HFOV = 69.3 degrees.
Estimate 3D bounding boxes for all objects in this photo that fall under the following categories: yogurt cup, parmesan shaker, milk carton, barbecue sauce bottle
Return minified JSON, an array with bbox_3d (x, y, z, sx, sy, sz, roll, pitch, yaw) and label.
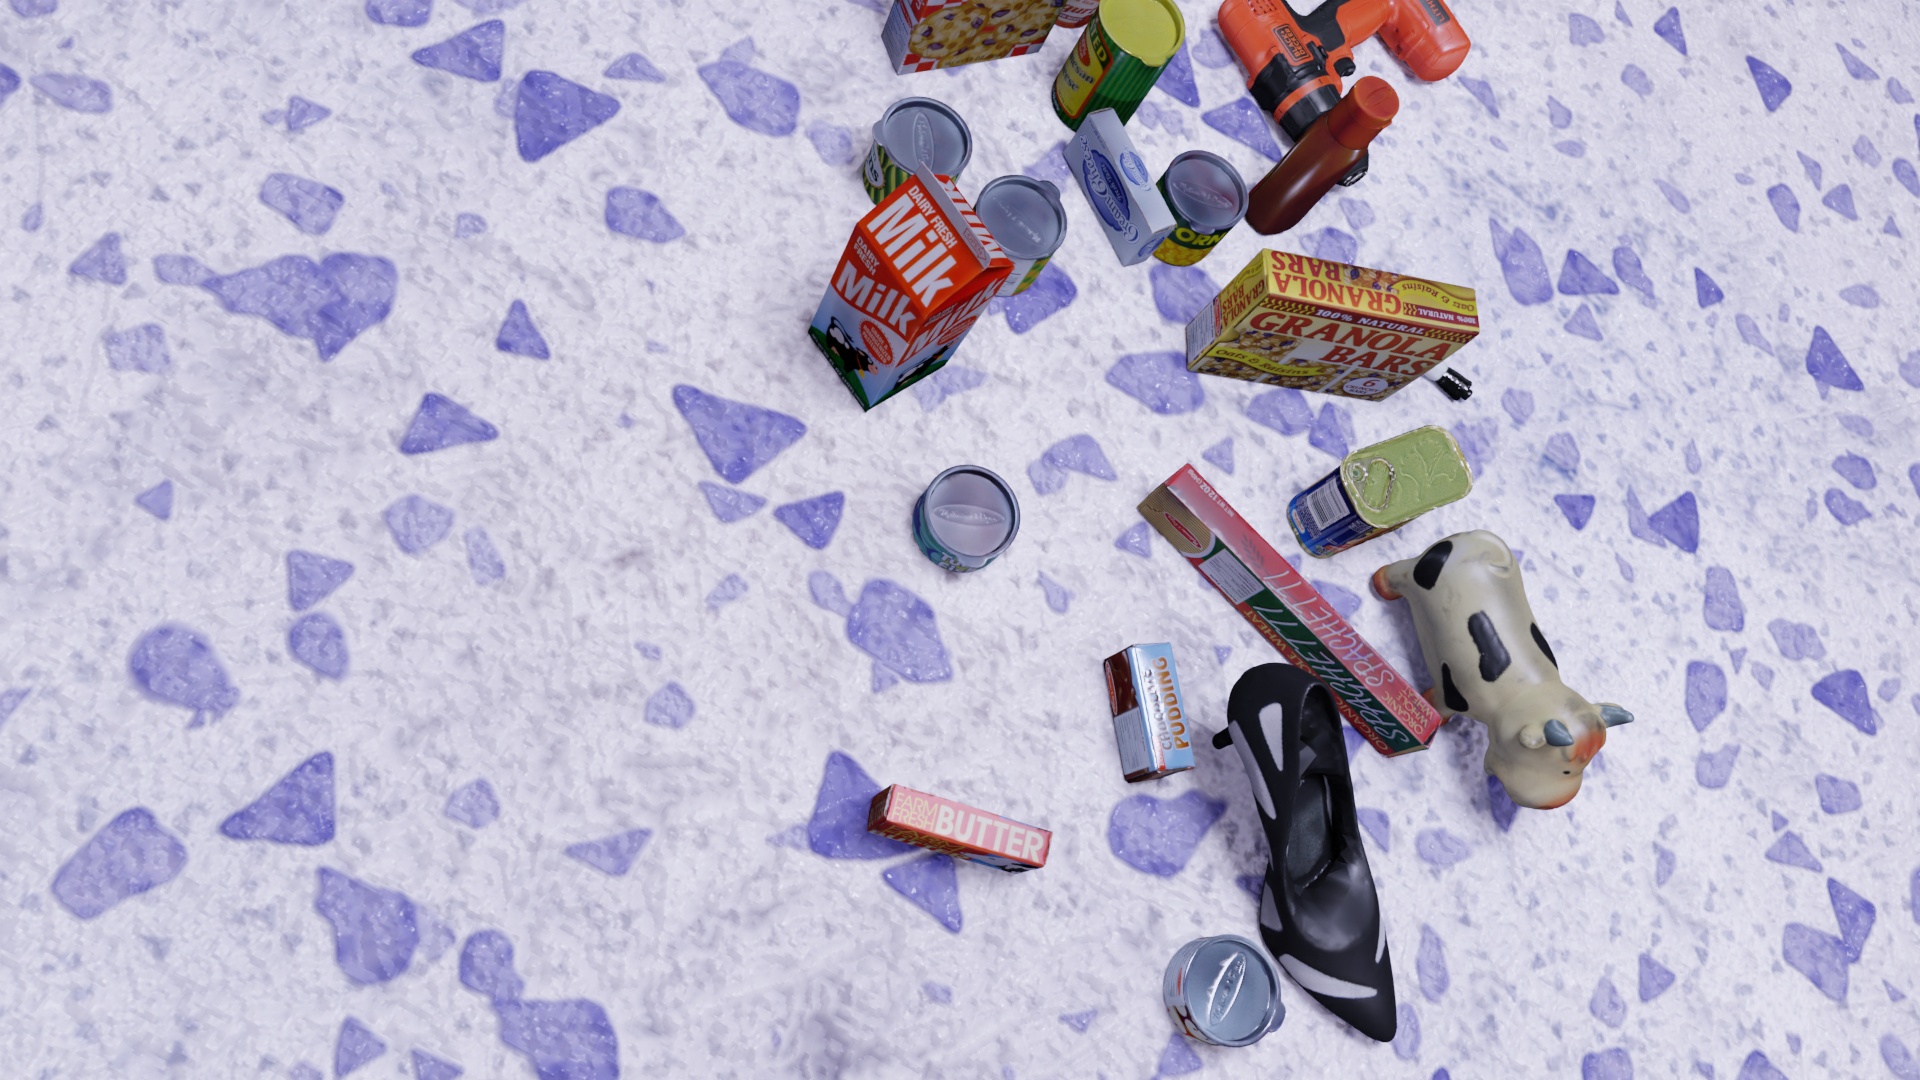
[{"bbox_3d":[0.089,-0.435,1.074,0.072,0.053,0.072,6,70,-16],"label":"yogurt cup"},{"bbox_3d":[0.114,-0.350,1.025,0.071,0.102,0.071,6,71,-16],"label":"parmesan shaker"},{"bbox_3d":[-0.029,-0.158,0.865,0.074,0.190,0.072,-34,85,-24],"label":"milk carton"},{"bbox_3d":[0.268,-0.284,1.026,0.065,0.148,0.043,-35,85,-24],"label":"barbecue sauce bottle"}]

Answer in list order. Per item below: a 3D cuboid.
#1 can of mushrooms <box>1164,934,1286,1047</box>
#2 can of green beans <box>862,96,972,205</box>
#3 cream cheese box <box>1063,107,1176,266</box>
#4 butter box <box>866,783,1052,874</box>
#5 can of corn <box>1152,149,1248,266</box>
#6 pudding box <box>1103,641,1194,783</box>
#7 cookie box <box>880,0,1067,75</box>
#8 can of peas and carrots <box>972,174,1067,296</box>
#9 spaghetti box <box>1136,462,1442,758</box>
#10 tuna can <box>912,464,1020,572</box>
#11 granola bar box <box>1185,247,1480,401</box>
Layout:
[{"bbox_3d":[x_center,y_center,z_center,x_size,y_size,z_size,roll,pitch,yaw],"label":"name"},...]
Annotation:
[{"bbox_3d":[0.164,0.280,0.862,0.071,0.033,0.071,6,70,-16],"label":"can of mushrooms"},{"bbox_3d":[-0.031,-0.267,0.975,0.071,0.057,0.071,6,70,-16],"label":"can of green beans"},{"bbox_3d":[0.116,-0.259,1.022,0.024,0.053,0.104,-22,80,-23],"label":"cream cheese box"},{"bbox_3d":[-0.002,0.174,0.834,0.103,0.053,0.024,19,68,-11],"label":"butter box"},{"bbox_3d":[0.170,-0.243,1.031,0.071,0.058,0.071,6,70,-16],"label":"can of corn"},{"bbox_3d":[0.121,0.111,0.898,0.030,0.049,0.084,-4,73,-19],"label":"pudding box"},{"bbox_3d":[0.024,-0.403,0.979,0.123,0.166,0.040,-17,78,-22],"label":"cookie box"},{"bbox_3d":[0.036,-0.215,0.978,0.071,0.058,0.071,6,70,-16],"label":"can of peas and carrots"},{"bbox_3d":[0.225,0.050,0.952,0.250,0.050,0.029,45,65,1],"label":"spaghetti box"},{"bbox_3d":[0.003,-0.011,0.911,0.071,0.032,0.071,6,70,-16],"label":"tuna can"},{"bbox_3d":[0.262,-0.149,0.991,0.166,0.123,0.039,7,70,-15],"label":"granola bar box"}]
